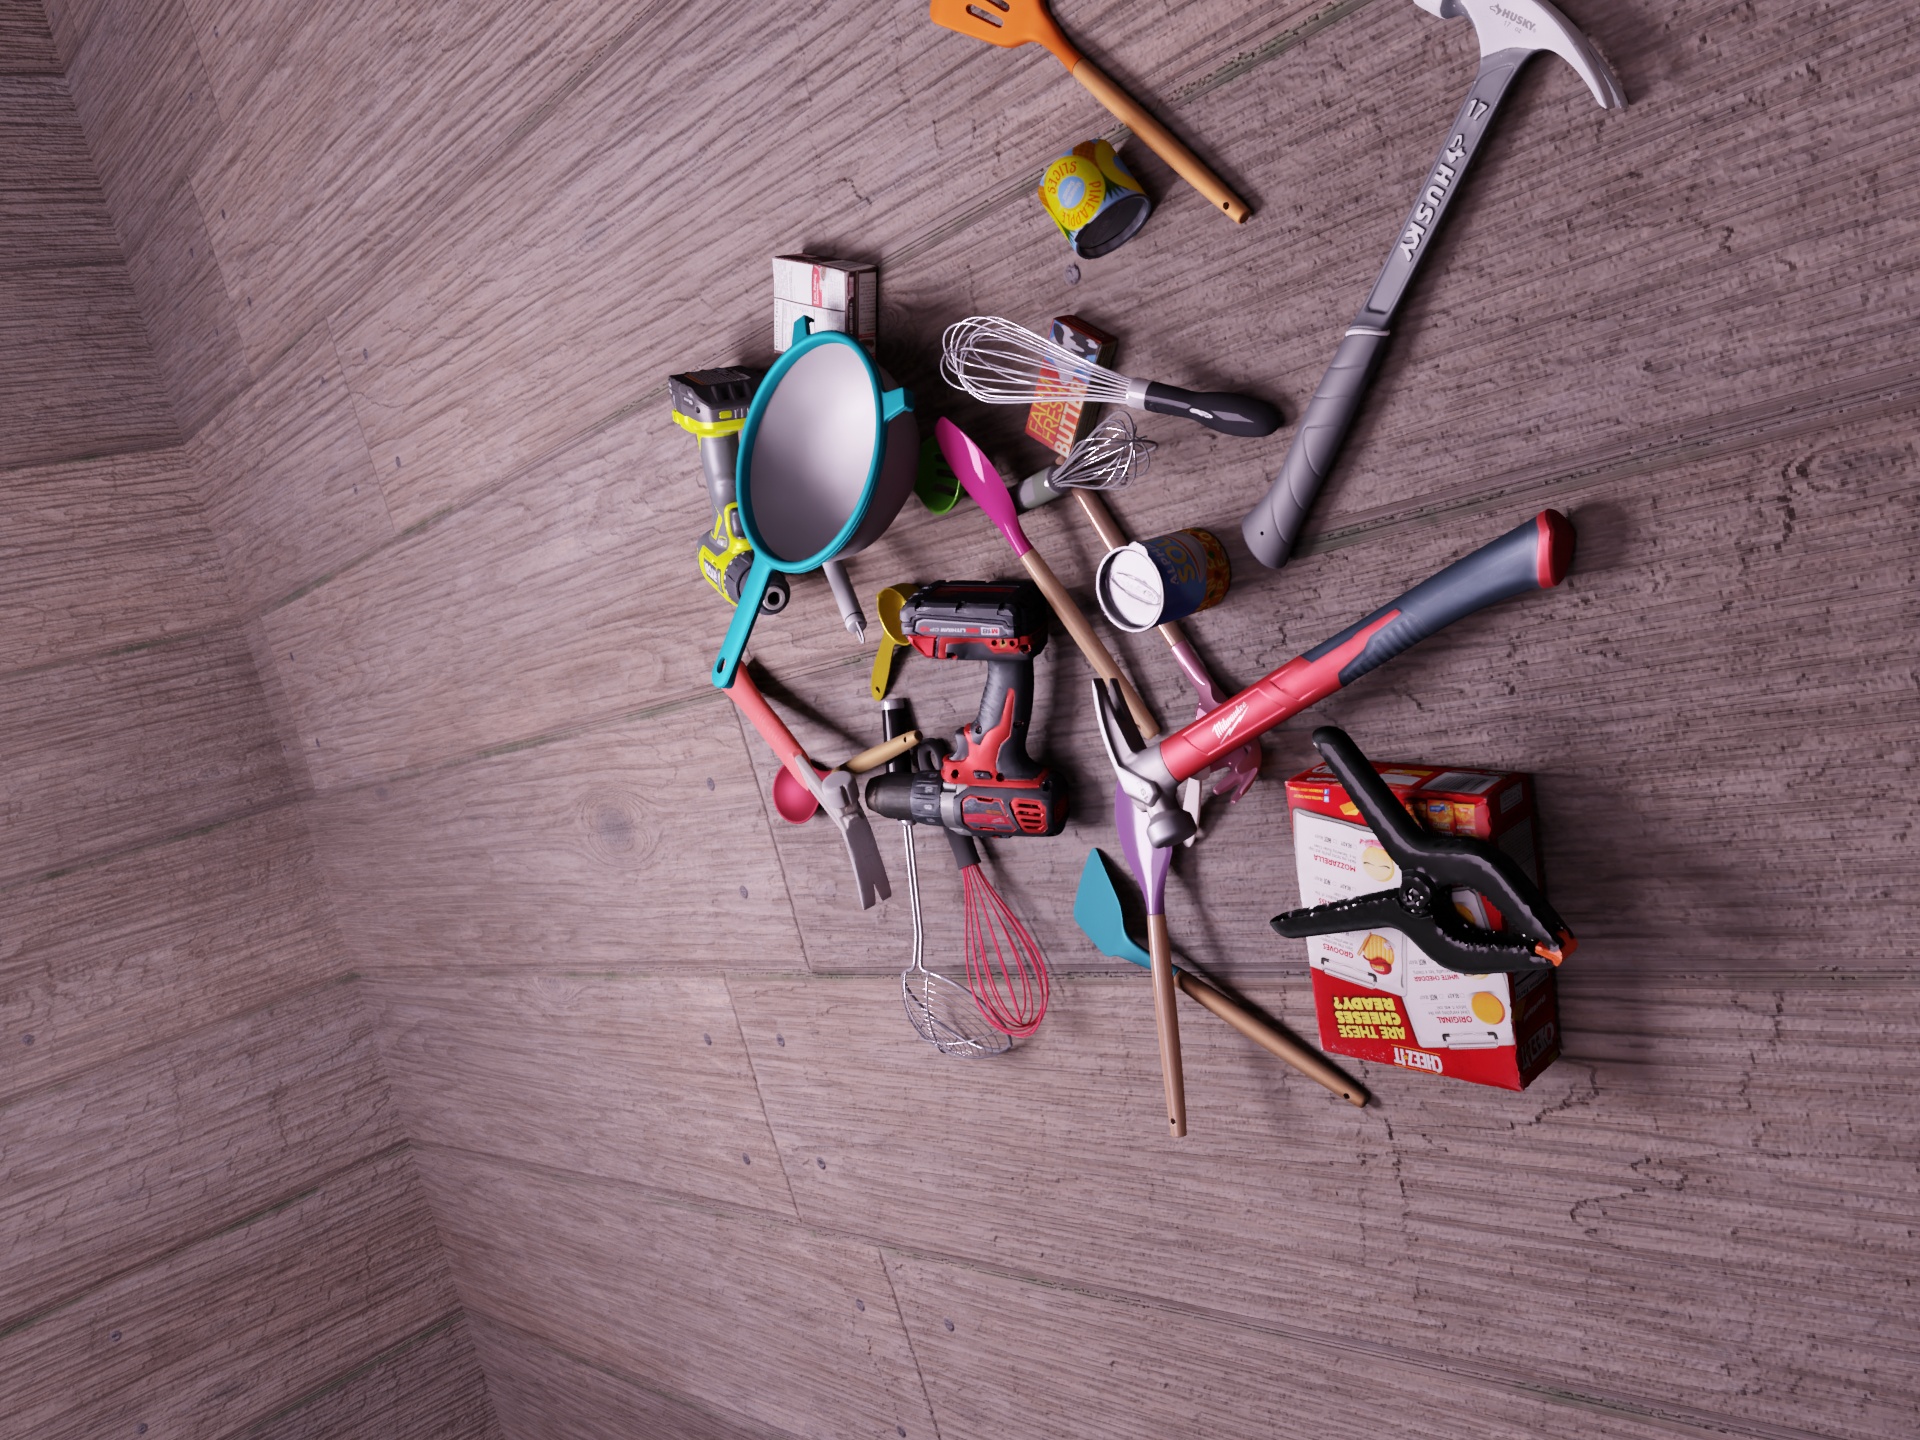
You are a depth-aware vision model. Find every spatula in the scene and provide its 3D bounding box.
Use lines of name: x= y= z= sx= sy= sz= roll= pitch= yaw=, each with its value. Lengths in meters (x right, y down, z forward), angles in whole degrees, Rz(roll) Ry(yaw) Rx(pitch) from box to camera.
spatula: x=0.210 y=0.223 z=1.337 sx=0.318 sy=0.044 sz=0.082 roll=33 pitch=126 yaw=30
spatula: x=0.097 y=-0.467 z=1.172 sx=0.323 sy=0.041 sz=0.081 roll=50 pitch=135 yaw=21
spatula: x=0.165 y=0.188 z=1.330 sx=0.060 sy=0.018 sz=0.316 roll=-11 pitch=83 yaw=46

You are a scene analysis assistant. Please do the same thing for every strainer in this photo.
strainer: x=-0.127 y=-0.173 z=1.421 sx=0.211 sy=0.095 sz=0.340 roll=44 pitch=117 yaw=42
strainer: x=-0.125 y=-0.166 z=1.493 sx=0.086 sy=0.050 sz=0.259 roll=103 pitch=152 yaw=-48

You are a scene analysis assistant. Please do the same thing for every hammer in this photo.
hammer: x=0.251 y=-0.050 z=1.126 sx=0.386 sy=0.038 sz=0.143 roll=-35 pitch=68 yaw=39
hammer: x=0.282 y=-0.271 z=1.050 sx=0.149 sy=0.036 sz=0.408 roll=43 pitch=133 yaw=27
hammer: x=-0.167 y=0.039 z=1.594 sx=0.359 sy=0.036 sz=0.149 roll=45 pitch=155 yaw=51

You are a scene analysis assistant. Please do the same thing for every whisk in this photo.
whisk: x=0.080 y=-0.192 z=1.259 sx=0.246 sy=0.059 sz=0.058 roll=167 pitch=96 yaw=-66
whisk: x=0.016 y=0.155 z=1.500 sx=0.073 sy=0.073 sz=0.296 roll=-31 pitch=75 yaw=49
whisk: x=0.108 y=-0.254 z=1.207 sx=0.285 sy=0.070 sz=0.070 roll=19 pitch=120 yaw=26

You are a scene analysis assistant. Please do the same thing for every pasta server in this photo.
pasta server: x=0.153 y=-0.080 z=1.266 sx=0.316 sy=0.040 sz=0.060 roll=60 pitch=161 yaw=14

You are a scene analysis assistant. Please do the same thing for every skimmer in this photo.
skimmer: x=-0.022 y=0.157 z=1.562 sx=0.127 sy=0.090 sz=0.363 roll=-7 pitch=89 yaw=53

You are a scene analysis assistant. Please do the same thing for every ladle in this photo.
ladle: x=-0.114 y=0.049 z=1.588 sx=0.315 sy=0.031 sz=0.069 roll=-25 pitch=74 yaw=58

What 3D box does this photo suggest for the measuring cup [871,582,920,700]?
measuring cup: x=-0.060 y=-0.072 z=1.523 sx=0.062 sy=0.029 sz=0.156 roll=50 pitch=147 yaw=22

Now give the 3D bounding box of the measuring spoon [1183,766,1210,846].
measuring spoon: x=0.182 y=0.063 z=1.279 sx=0.124 sy=0.018 sz=0.034 roll=88 pitch=156 yaw=-47

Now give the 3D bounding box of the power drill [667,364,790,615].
power drill: x=-0.218 y=-0.219 z=1.550 sx=0.191 sy=0.080 sz=0.228 roll=-141 pitch=42 yaw=-60

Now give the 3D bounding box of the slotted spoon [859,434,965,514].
slotted spoon: x=-0.095 y=-0.246 z=1.484 sx=0.314 sy=0.031 sz=0.070 roll=21 pitch=112 yaw=44

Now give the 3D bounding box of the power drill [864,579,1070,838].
power drill: x=-0.002 y=-0.004 z=1.397 sx=0.188 sy=0.080 sz=0.226 roll=3 pitch=111 yaw=20

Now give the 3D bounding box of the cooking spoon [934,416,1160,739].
cooking spoon: x=0.070 y=-0.118 z=1.321 sx=0.319 sy=0.017 sz=0.068 roll=55 pitch=163 yaw=3
